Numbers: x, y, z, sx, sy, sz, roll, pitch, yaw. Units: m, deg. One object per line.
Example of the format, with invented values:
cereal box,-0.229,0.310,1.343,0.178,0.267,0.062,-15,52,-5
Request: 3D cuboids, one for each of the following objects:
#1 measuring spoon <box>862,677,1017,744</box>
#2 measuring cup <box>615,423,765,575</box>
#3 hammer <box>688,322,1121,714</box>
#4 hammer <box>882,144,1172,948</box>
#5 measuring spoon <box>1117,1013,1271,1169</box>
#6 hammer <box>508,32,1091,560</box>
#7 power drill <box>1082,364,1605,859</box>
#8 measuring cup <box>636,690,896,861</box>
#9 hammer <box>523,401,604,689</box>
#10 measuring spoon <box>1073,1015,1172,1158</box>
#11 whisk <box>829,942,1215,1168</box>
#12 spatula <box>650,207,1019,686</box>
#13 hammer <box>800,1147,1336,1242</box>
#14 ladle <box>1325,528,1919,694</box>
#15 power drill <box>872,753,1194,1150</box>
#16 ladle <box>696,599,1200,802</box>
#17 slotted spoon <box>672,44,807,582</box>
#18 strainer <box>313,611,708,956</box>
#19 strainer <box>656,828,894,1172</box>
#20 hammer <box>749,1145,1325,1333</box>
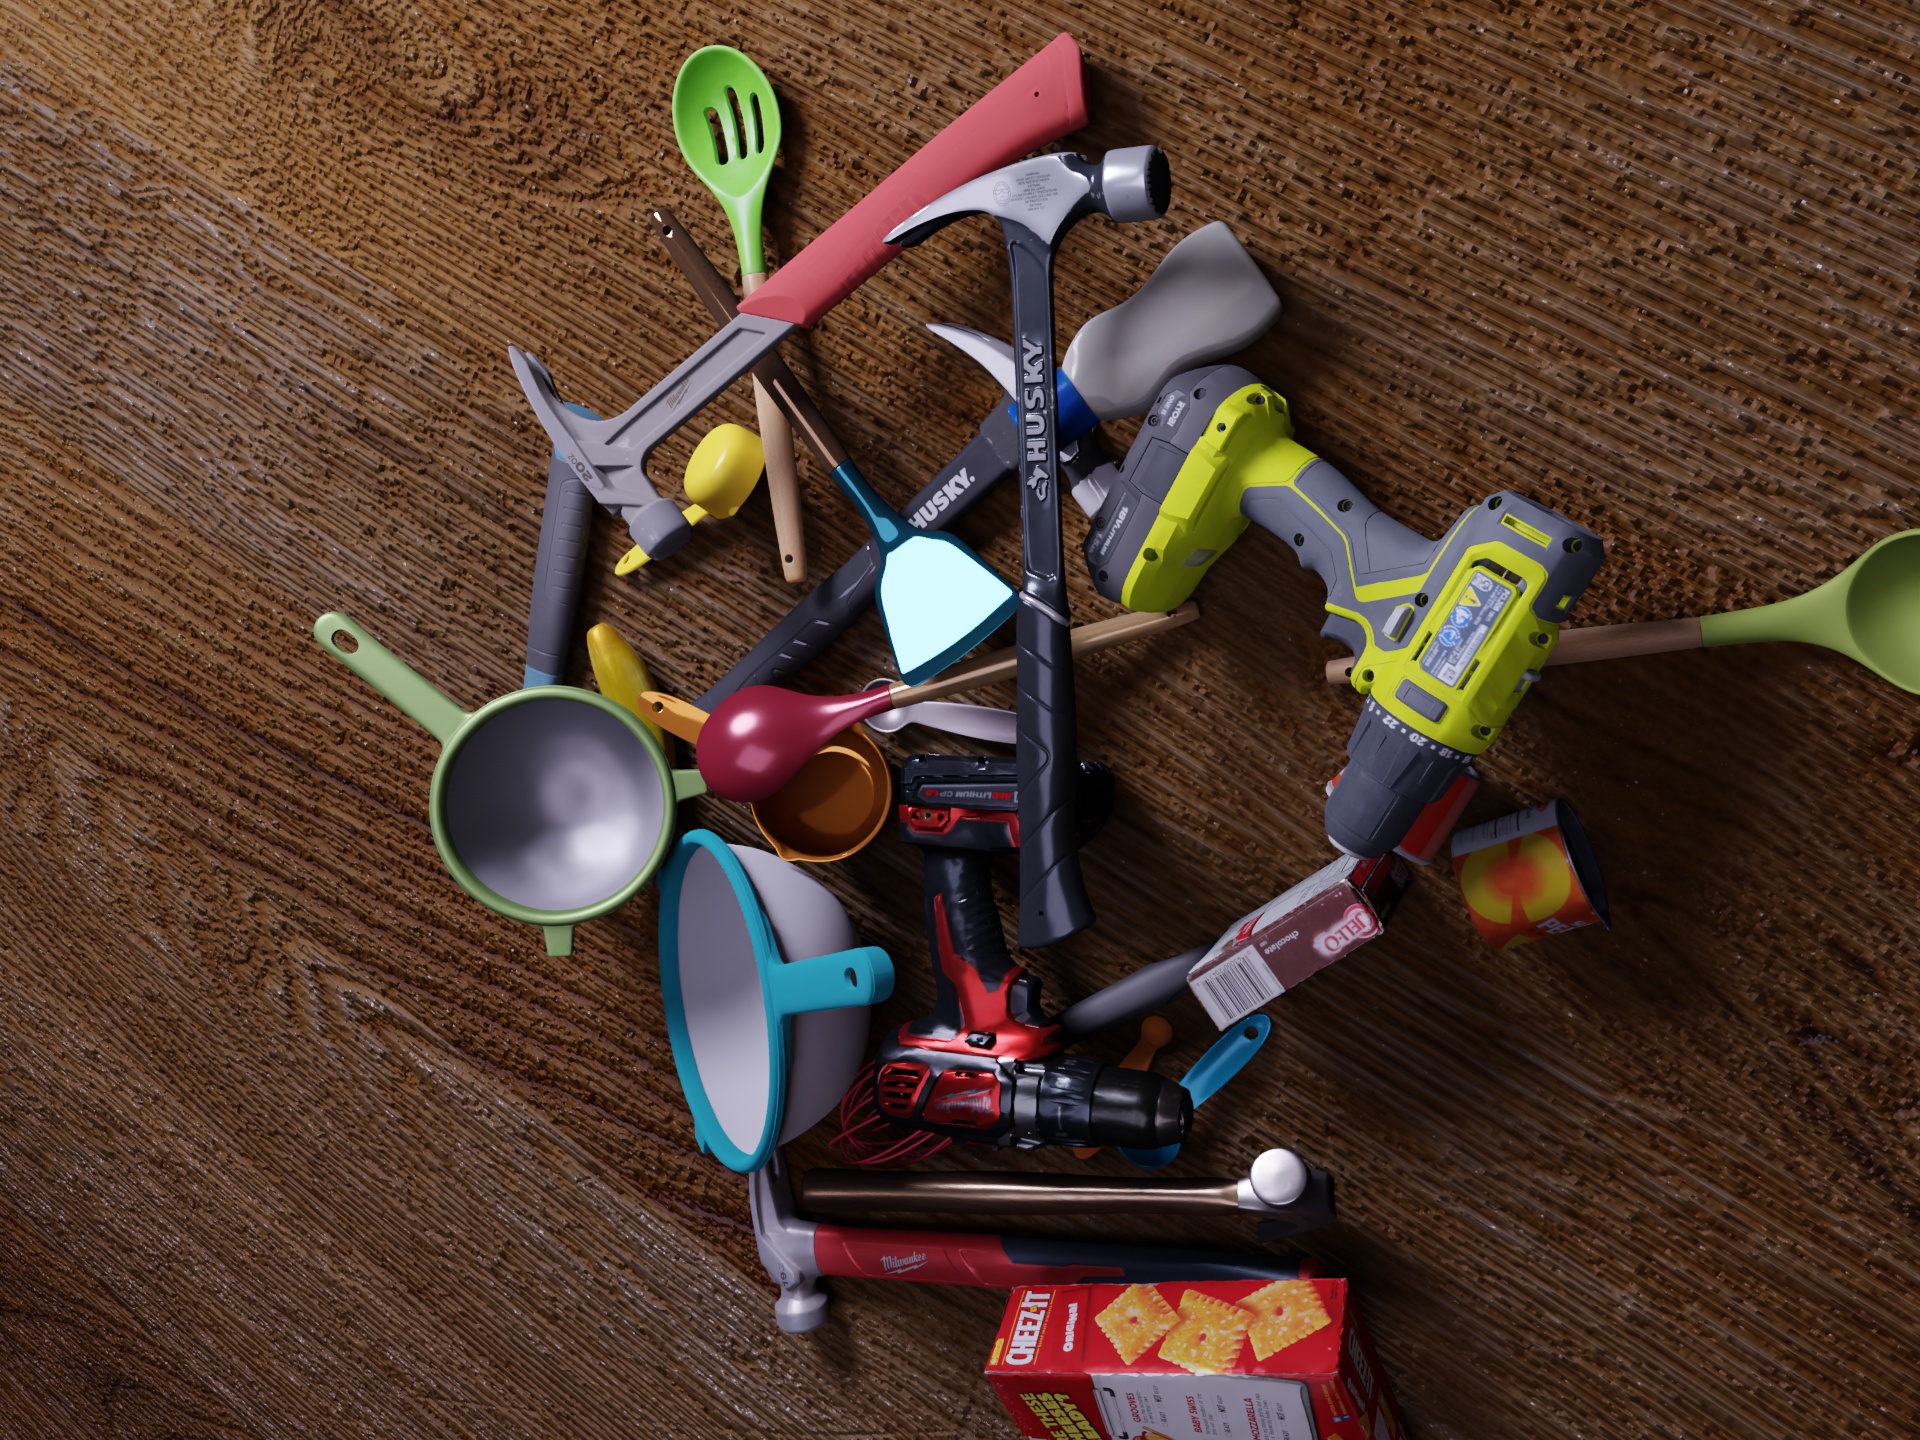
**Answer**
measuring spoon,-0.002,-0.003,0.974,0.124,0.018,0.034,10,106,16
measuring cup,-0.181,-0.135,1.003,0.156,0.062,0.029,-30,133,35
hammer,-0.060,-0.093,0.966,0.334,0.035,0.146,-40,85,27
hammer,0.038,-0.079,0.828,0.149,0.036,0.409,3,100,27
measuring spoon,0.143,0.220,0.959,0.042,0.021,0.128,44,107,10
hammer,-0.081,-0.254,0.880,0.359,0.036,0.149,-37,82,11
power drill,0.179,-0.059,0.807,0.229,0.080,0.190,38,112,27
measuring cup,-0.120,0.026,0.993,0.173,0.052,0.095,26,87,8
hammer,-0.278,-0.048,1.079,0.128,0.033,0.331,20,110,18
measuring spoon,0.097,0.229,0.981,0.021,0.011,0.117,33,114,14
whisk,0.035,0.205,0.982,0.296,0.073,0.073,-31,88,23
spatula,-0.085,-0.168,0.910,0.082,0.044,0.317,-37,87,12
hammer,0.057,0.282,0.946,0.331,0.129,0.031,-7,62,24
ladle,0.335,-0.038,0.783,0.320,0.062,0.078,-6,99,29
power drill,0.044,0.135,0.915,0.188,0.080,0.227,2,88,24
ladle,-0.014,-0.019,0.924,0.315,0.031,0.069,-16,76,11
slotted spoon,-0.120,-0.238,0.945,0.070,0.031,0.314,-7,93,23
strainer,-0.295,0.018,1.007,0.256,0.069,0.151,40,90,-6
strainer,-0.085,0.155,0.943,0.340,0.095,0.211,-24,74,60
hammer,0.037,0.334,1.021,0.386,0.038,0.143,-6,98,26
